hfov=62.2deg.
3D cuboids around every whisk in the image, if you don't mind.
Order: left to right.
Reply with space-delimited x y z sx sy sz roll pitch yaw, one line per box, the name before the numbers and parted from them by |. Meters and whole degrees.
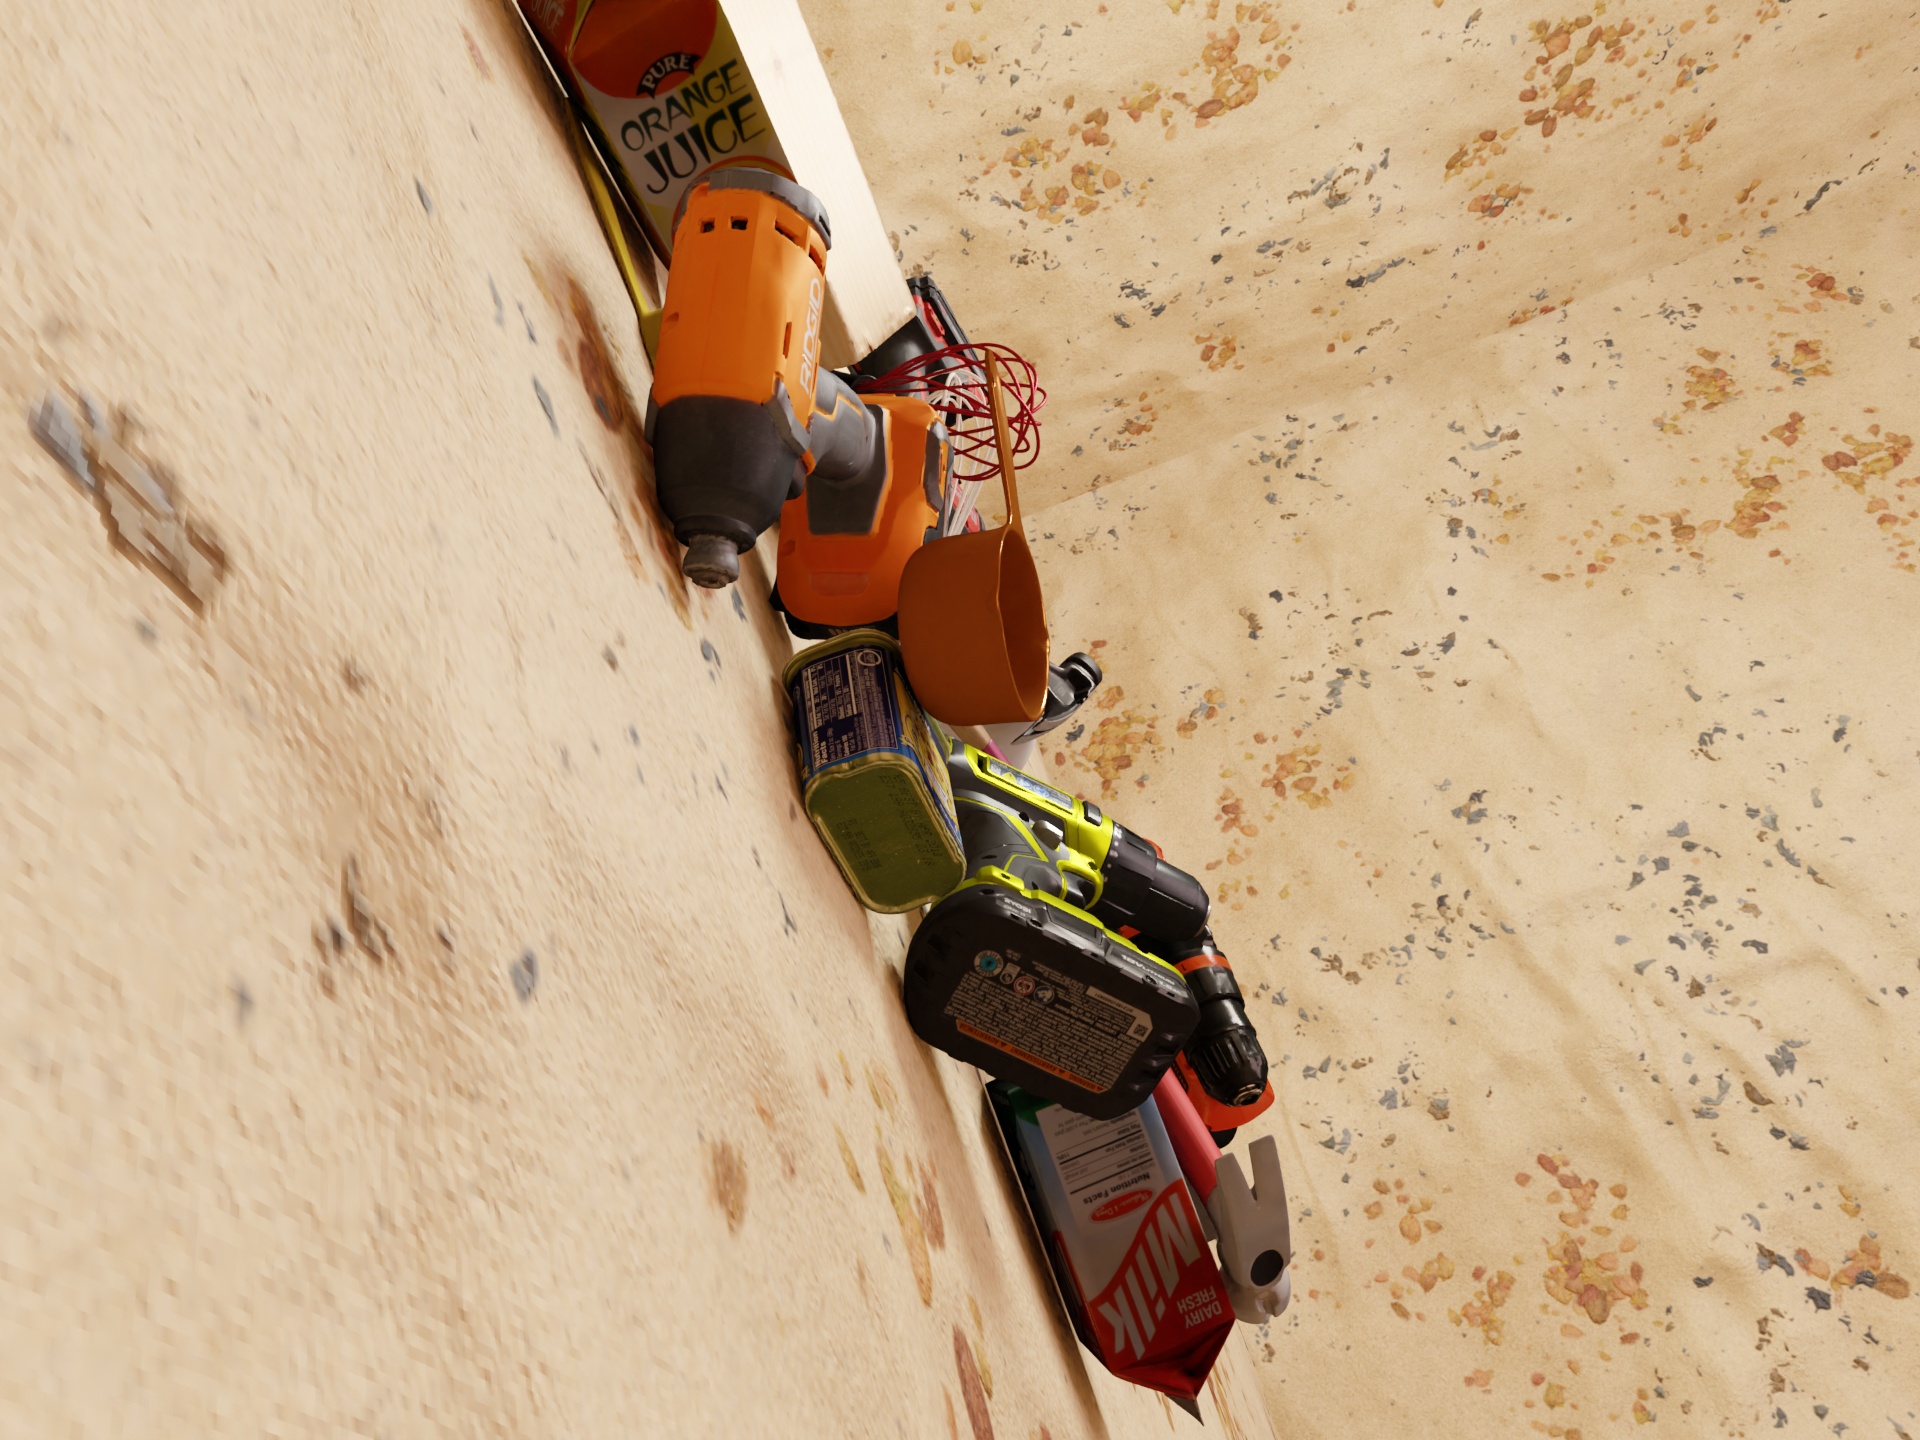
whisk | -0.045 -0.185 0.910 0.296 0.073 0.073 23 -37 53
whisk | -0.019 -0.087 0.938 0.058 0.059 0.246 87 12 -87

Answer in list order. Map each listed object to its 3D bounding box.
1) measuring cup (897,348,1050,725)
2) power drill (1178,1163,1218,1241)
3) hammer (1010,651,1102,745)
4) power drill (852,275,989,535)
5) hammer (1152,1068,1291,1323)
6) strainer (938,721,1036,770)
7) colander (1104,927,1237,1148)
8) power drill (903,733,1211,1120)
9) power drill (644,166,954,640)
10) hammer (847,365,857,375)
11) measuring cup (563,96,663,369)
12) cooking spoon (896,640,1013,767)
measuring cup | 0.001 -0.082 0.719 0.095 0.052 0.174 26 57 -71
power drill | 0.138 0.330 1.311 0.226 0.084 0.185 -112 180 -48
hammer | -0.024 -0.134 1.166 0.337 0.034 0.127 52 32 -2
power drill | -0.016 -0.173 1.088 0.187 0.080 0.227 54 22 -44
hammer | 0.084 0.154 0.933 0.387 0.038 0.143 -122 -166 -48
strainer | 0.020 0.012 1.208 0.210 0.095 0.341 65 5 -47
colander | 0.080 0.233 1.080 0.204 0.094 0.397 63 21 8
power drill | 0.054 0.101 0.823 0.190 0.080 0.229 27 19 -9
power drill | -0.069 -0.108 0.698 0.226 0.084 0.164 49 44 -68
hammer | -0.082 -0.279 1.358 0.409 0.036 0.149 62 -2 31
measuring cup | -0.139 -0.209 0.721 0.062 0.029 0.156 -86 156 -79
cooking spoon | -0.002 -0.003 0.991 0.318 0.017 0.069 50 1 -23
